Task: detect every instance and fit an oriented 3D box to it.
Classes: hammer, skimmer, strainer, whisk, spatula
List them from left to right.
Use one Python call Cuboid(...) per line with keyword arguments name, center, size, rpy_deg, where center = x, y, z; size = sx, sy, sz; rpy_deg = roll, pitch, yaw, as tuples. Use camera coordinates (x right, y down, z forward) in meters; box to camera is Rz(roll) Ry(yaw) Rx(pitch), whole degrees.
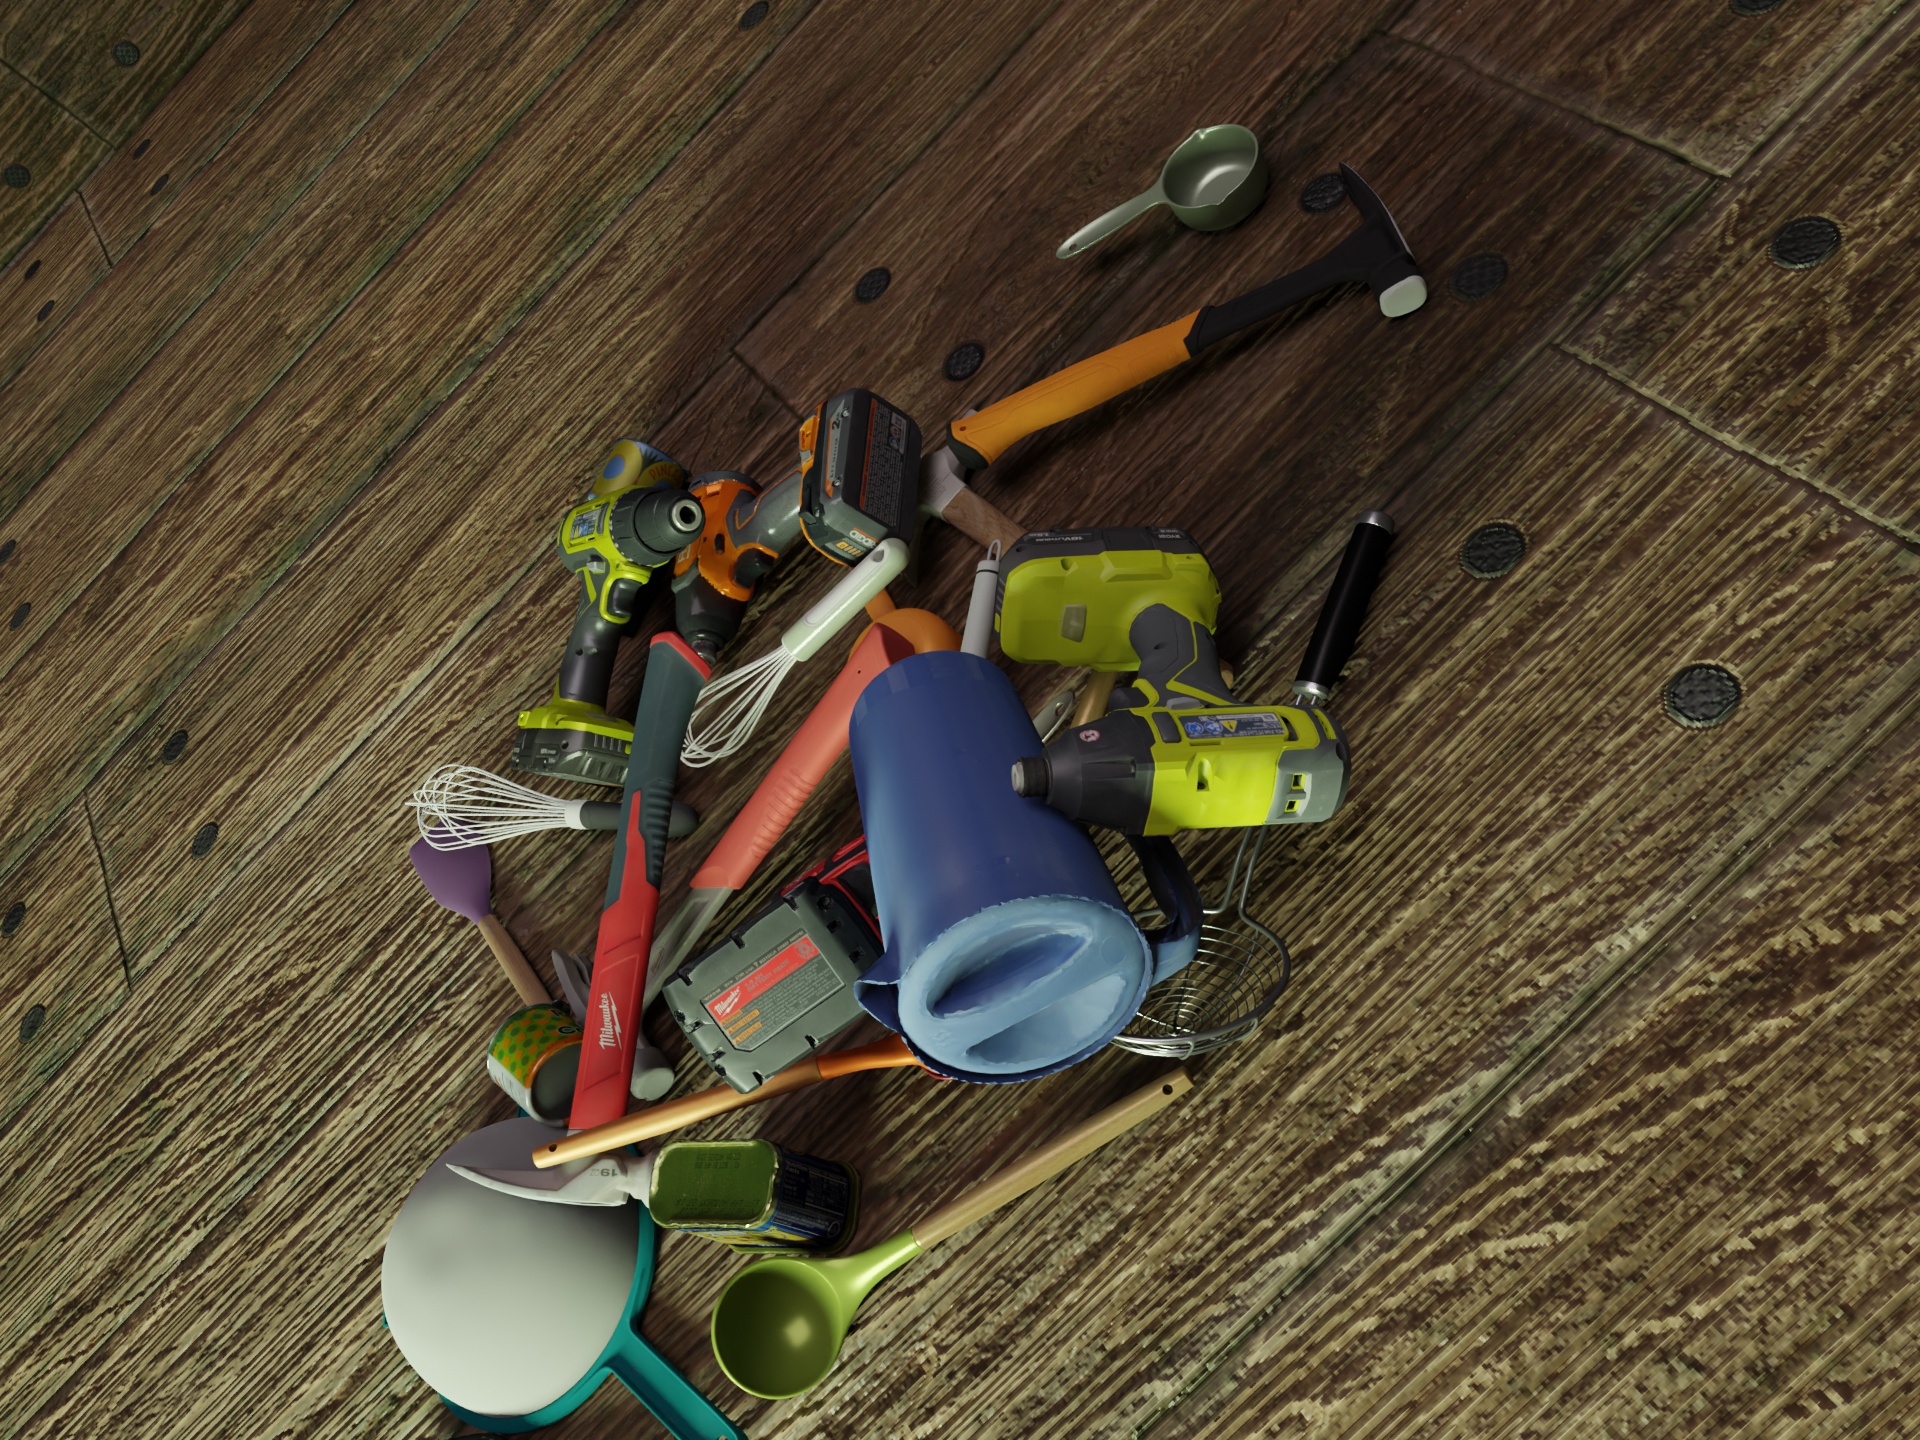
Cuboid(name="spatula", center=(-0.354, 0.169, 1.228), size=(0.060, 0.018, 0.316), rpy_deg=(-41, 48, -8))
Cuboid(name="strainer", center=(-0.265, 0.370, 1.007), size=(0.341, 0.095, 0.211), rpy_deg=(22, 78, 41))
Cuboid(name="whisk", center=(-0.320, 0.073, 1.237), size=(0.285, 0.070, 0.070), rpy_deg=(1, 66, 28))
Cuboid(name="hammer", center=(-0.235, 0.121, 1.063), size=(0.143, 0.038, 0.387), rpy_deg=(4, 69, 2))
Cuboid(name="hammer", center=(-0.153, 0.080, 1.095), size=(0.359, 0.036, 0.149), rpy_deg=(-54, 49, 11))
Cuboid(name="spatula", center=(-0.110, 0.213, 0.961), size=(0.322, 0.041, 0.081), rpy_deg=(-19, 51, 3))
Cuboid(name="whisk", center=(-0.126, -0.048, 1.146), size=(0.246, 0.059, 0.058), rpy_deg=(-41, 45, 22))
Cuboid(name="strainer", center=(-0.002, -0.003, 1.048), size=(0.087, 0.050, 0.259), rpy_deg=(-26, 49, 61))
Cuboid(name="hammer", center=(0.062, -0.099, 1.092), size=(0.130, 0.031, 0.332), rpy_deg=(-49, 49, 1))
Cuboid(name="hammer", center=(0.142, -0.266, 1.106), size=(0.337, 0.034, 0.127), rpy_deg=(-23, 55, 14))
Cuboid(name="skimmer", center=(0.170, 0.024, 0.912), size=(0.127, 0.090, 0.363), rpy_deg=(13, 73, 40))

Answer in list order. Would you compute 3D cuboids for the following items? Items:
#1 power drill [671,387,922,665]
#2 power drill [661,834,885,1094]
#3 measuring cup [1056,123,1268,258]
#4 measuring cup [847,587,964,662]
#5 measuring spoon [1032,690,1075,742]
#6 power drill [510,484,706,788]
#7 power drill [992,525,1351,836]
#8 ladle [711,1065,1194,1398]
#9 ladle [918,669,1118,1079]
Cuboid(name="power drill", center=(-0.135, -0.137, 1.194), size=(0.226, 0.084, 0.164), rpy_deg=(-21, 55, 41))
Cuboid(name="power drill", center=(-0.097, 0.137, 0.964), size=(0.143, 0.220, 0.078), rpy_deg=(-36, 93, 8))
Cuboid(name="measuring cup", center=(0.151, -0.378, 1.184), size=(0.167, 0.038, 0.083), rpy_deg=(-24, 54, 23))
Cuboid(name="measuring cup", center=(-0.054, -0.064, 1.134), size=(0.095, 0.052, 0.174), rpy_deg=(-38, 52, 10))
Cuboid(name="measuring spoon", center=(0.039, 0.028, 1.025), size=(0.124, 0.018, 0.034), rpy_deg=(-50, 38, 24))
Cuboid(name="power drill", center=(-0.262, -0.067, 1.203), size=(0.191, 0.080, 0.228), rpy_deg=(-1, 77, 56))
Cuboid(name="power drill", center=(0.096, -0.022, 0.884), size=(0.171, 0.080, 0.223), rpy_deg=(-2, 35, -11))
Cuboid(name="ladle", center=(-0.005, 0.286, 0.908), size=(0.320, 0.062, 0.078), rpy_deg=(-34, 82, 10))
Cuboid(name="ladle", center=(0.050, 0.074, 0.989), size=(0.069, 0.031, 0.315), rpy_deg=(14, 78, 42))
